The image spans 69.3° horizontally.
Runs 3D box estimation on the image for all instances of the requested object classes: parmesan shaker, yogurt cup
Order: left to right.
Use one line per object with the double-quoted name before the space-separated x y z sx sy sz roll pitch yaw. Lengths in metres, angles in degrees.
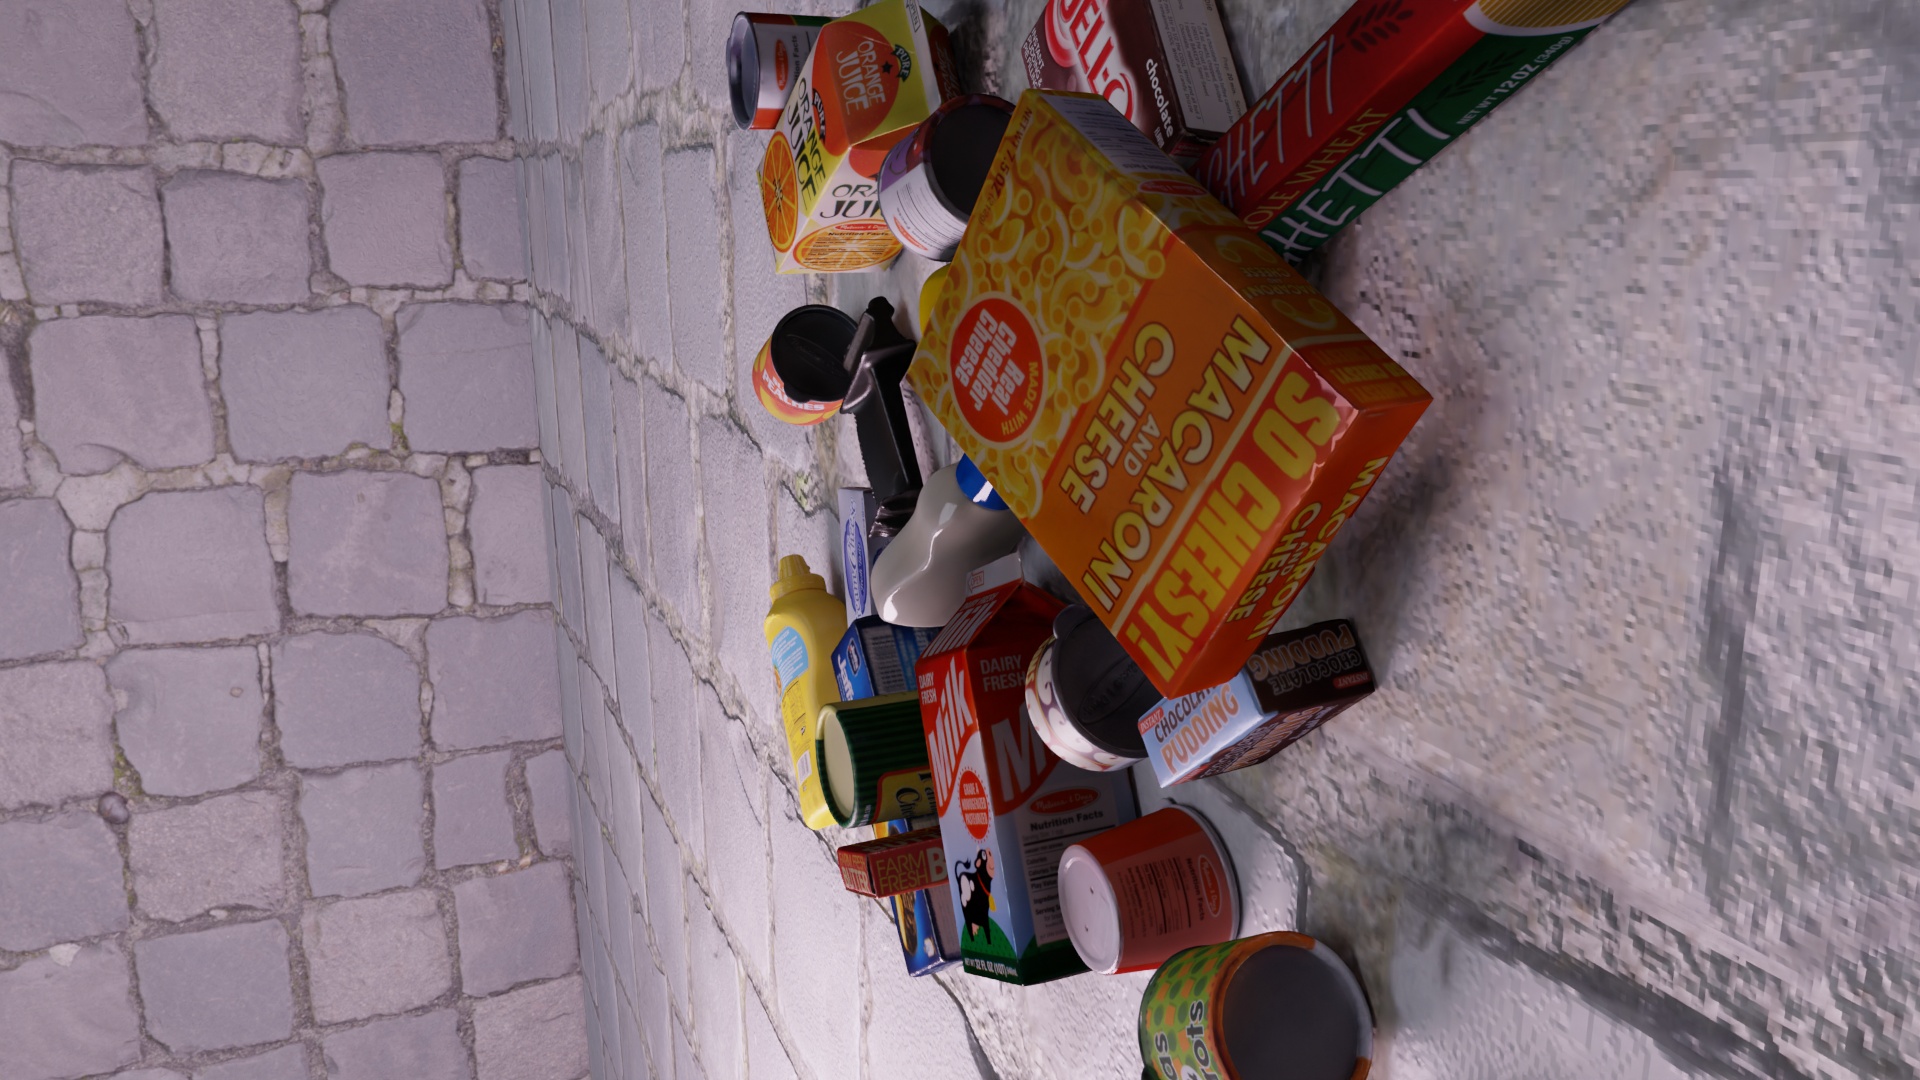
"parmesan shaker" -0.019 0.113 0.737 0.071 0.103 0.071 174 89 -67
"yogurt cup" 0.077 0.150 0.587 0.072 0.054 0.072 174 89 -66

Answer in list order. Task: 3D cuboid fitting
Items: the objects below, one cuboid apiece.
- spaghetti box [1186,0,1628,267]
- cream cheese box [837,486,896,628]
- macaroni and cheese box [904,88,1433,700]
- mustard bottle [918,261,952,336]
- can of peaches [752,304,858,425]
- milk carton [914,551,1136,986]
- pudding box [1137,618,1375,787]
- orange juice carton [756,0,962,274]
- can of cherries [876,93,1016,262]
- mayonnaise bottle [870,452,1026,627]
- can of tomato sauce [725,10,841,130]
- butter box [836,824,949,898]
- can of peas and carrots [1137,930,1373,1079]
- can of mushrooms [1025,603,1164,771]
"spaghetti box" 0.117 -0.126 0.426 0.249 0.050 0.029 142 119 -64
"cream cheese box" -0.058 0.017 0.902 0.053 0.024 0.103 -170 75 -67
"macaroni and cheese box" 0.057 -0.051 0.458 0.167 0.040 0.123 52 135 31
"mustard bottle" 0.031 -0.104 0.632 0.160 0.049 0.065 5 112 66
"can of peaches" -0.100 -0.112 0.909 0.058 0.071 0.071 151 111 -66
"milk carton" 0.030 0.103 0.658 0.072 0.073 0.190 153 109 -66
"pudding box" 0.105 0.060 0.504 0.083 0.050 0.030 125 132 -57
"orange juice carton" -0.051 -0.219 0.762 0.192 0.073 0.072 144 117 -63
"can of cherries" 0.002 -0.174 0.664 0.058 0.071 0.071 170 94 -66
"mayonnaise bottle" 0.003 -0.009 0.713 0.147 0.065 0.041 120 141 -48
"can of tomato sauce" -0.090 -0.277 0.825 0.071 0.083 0.071 174 89 -67
"butter box" -0.008 0.162 0.724 0.053 0.104 0.024 160 101 -65
"can of peas and carrots" 0.105 0.181 0.508 0.058 0.071 0.071 133 127 -60
"can of mushrooms" 0.061 0.060 0.581 0.033 0.071 0.071 131 129 -62
